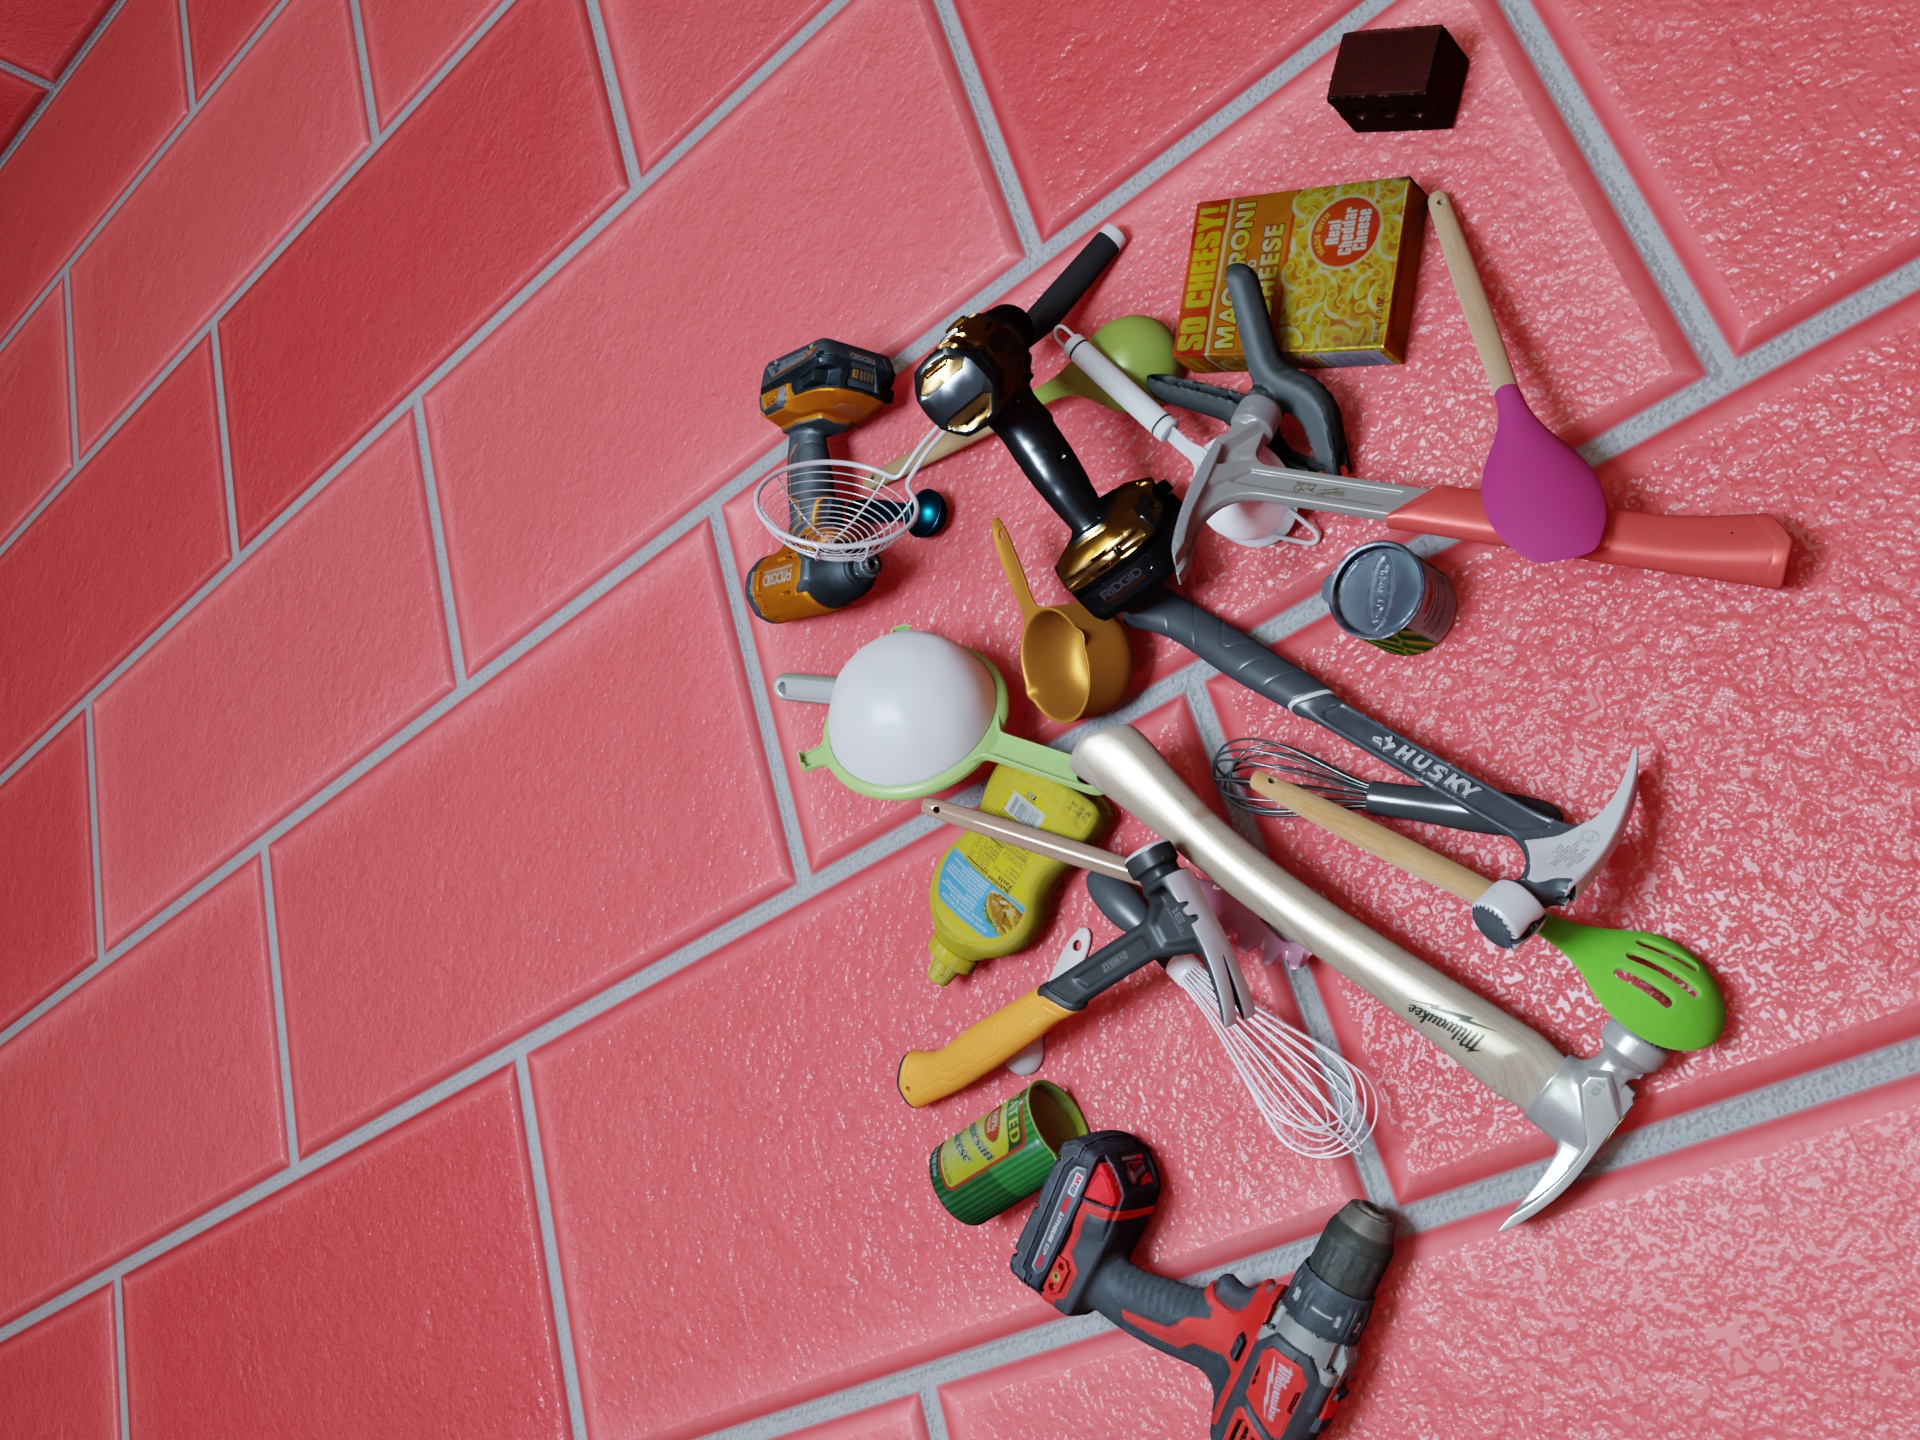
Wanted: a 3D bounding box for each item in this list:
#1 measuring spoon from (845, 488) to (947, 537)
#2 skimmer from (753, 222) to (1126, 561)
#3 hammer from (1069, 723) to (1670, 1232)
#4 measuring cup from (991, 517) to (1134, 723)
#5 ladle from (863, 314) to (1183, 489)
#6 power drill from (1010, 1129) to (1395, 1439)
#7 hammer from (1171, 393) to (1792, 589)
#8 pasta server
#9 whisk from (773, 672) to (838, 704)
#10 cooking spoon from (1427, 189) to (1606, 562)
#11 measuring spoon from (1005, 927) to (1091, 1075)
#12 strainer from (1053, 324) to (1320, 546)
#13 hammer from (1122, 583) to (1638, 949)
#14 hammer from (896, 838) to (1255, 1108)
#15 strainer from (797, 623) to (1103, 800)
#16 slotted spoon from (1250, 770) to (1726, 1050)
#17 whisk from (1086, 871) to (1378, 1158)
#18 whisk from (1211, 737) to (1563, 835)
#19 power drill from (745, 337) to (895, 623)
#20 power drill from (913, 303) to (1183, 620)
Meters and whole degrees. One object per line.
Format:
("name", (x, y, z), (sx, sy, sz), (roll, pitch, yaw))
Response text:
("measuring spoon", (-0.053, -0.177, 1.365), (0.129, 0.021, 0.042), (11, 88, 48))
("skimmer", (-0.008, -0.264, 1.239), (0.363, 0.090, 0.127), (-48, 55, -1))
("hammer", (0.226, 0.140, 1.018), (0.411, 0.038, 0.146), (37, 104, 27))
("measuring cup", (0.075, -0.082, 1.197), (0.095, 0.052, 0.174), (-51, 56, 54))
("ladle", (0.041, -0.243, 1.294), (0.320, 0.062, 0.078), (-19, 67, 41))
("power drill", (0.162, 0.356, 1.042), (0.227, 0.080, 0.188), (29, 98, 35))
("hammer", (0.316, -0.121, 0.991), (0.359, 0.036, 0.149), (14, 62, 27))
("pasta server", (0.110, 0.103, 1.116), (0.316, 0.040, 0.060), (16, 91, 23))
("whisk", (-0.073, -0.021, 1.324), (0.246, 0.059, 0.058), (6, 105, 43))
("cooking spoon", (0.343, -0.230, 1.019), (0.069, 0.017, 0.319), (-12, 57, 11))
("measuring spoon", (0.063, 0.208, 1.184), (0.034, 0.018, 0.124), (32, 100, 38))
("strainer", (0.152, -0.205, 1.151), (0.259, 0.050, 0.086), (47, 144, 21))
("hammer", (0.251, -0.008, 1.050), (0.149, 0.036, 0.409), (-37, 45, -16))
("hammer", (0.062, 0.212, 1.127), (0.337, 0.034, 0.127), (-40, 70, 41))
("strainer", (-0.002, -0.004, 1.174), (0.256, 0.069, 0.151), (18, 61, 34))
("slotted spoon", (0.311, 0.103, 0.970), (0.314, 0.031, 0.070), (29, 55, 31))
("whisk", (0.174, 0.191, 1.084), (0.285, 0.070, 0.070), (45, 108, 40))
("whisk", (0.272, 0.047, 1.042), (0.239, 0.055, 0.055), (7, 85, 34))
("power drill", (-0.113, -0.201, 1.355), (0.164, 0.084, 0.226), (-5, 79, 53))
("power drill", (0.069, -0.202, 1.158), (0.084, 0.185, 0.226), (-35, 104, 28))
